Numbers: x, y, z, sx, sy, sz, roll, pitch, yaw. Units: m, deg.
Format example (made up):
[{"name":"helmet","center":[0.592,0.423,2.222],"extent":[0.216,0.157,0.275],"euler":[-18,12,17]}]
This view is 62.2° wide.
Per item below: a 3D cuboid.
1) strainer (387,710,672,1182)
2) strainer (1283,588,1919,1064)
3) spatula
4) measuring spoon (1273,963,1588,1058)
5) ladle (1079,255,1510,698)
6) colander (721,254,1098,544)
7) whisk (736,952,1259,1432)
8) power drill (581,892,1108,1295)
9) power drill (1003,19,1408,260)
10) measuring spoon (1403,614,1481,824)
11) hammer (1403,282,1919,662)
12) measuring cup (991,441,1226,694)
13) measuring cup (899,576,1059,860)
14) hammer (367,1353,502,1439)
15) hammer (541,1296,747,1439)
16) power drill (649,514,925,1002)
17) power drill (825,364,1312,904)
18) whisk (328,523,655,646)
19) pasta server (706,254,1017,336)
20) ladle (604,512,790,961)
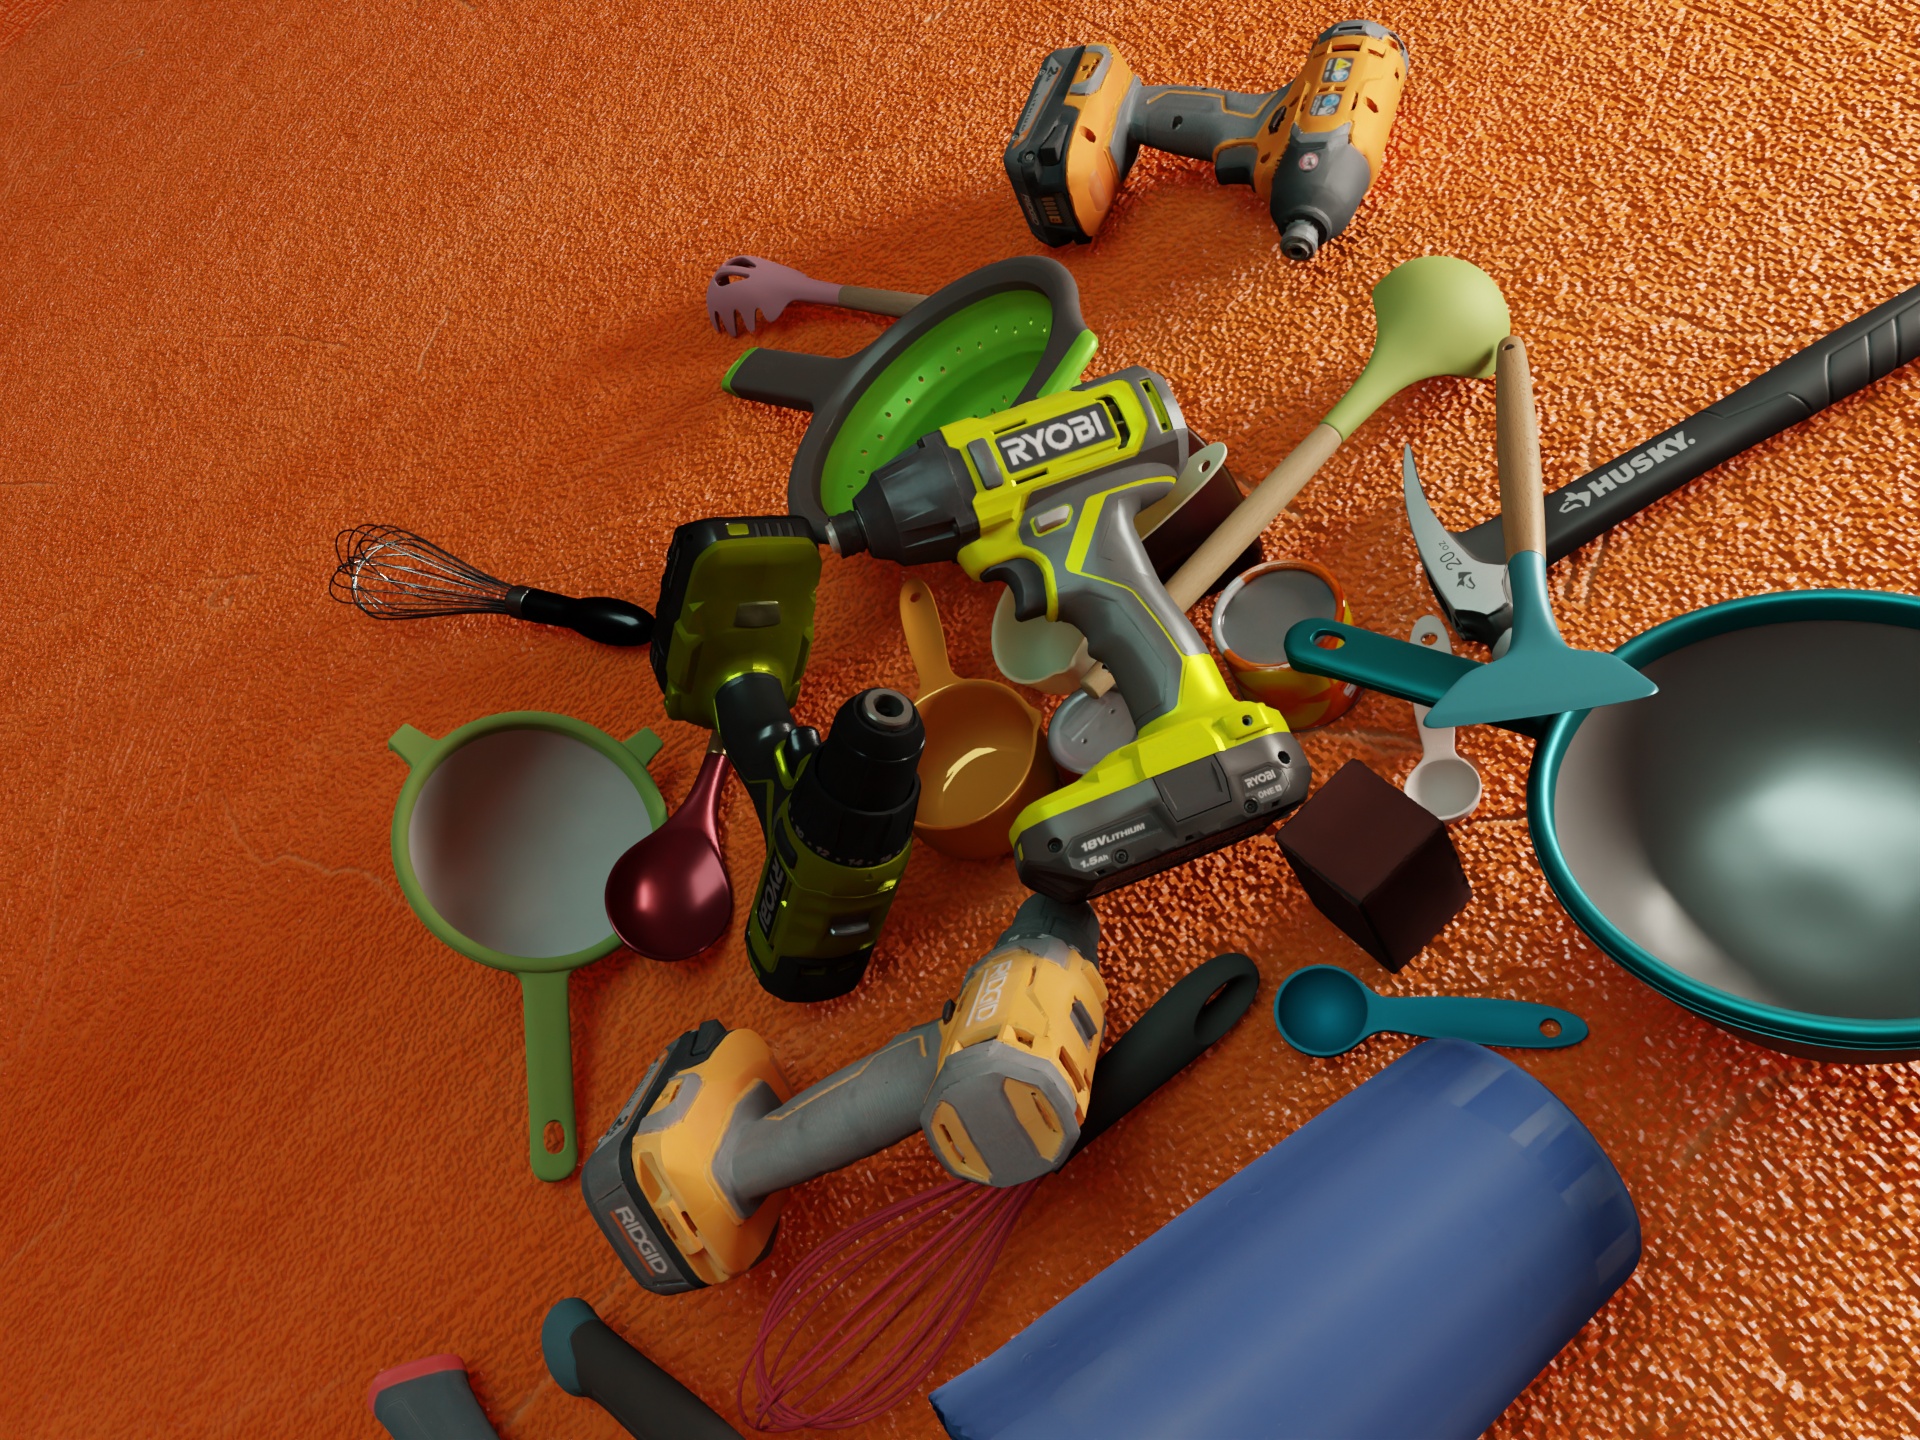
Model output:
[{"name":"strainer","center":[-0.235,0.124,0.876],"extent":[0.069,0.151,0.256],"euler":[140,126,-58]},{"name":"strainer","center":[0.285,0.035,0.648],"extent":[0.341,0.095,0.211],"euler":[22,60,40]},{"name":"spatula","center":[0.248,-0.093,0.699],"extent":[0.082,0.044,0.318],"euler":[-10,39,24]},{"name":"measuring spoon","center":[0.200,0.131,0.682],"extent":[0.128,0.021,0.042],"euler":[2,59,17]},{"name":"ladle","center":[0.170,-0.124,0.815],"extent":[0.078,0.062,0.320],"euler":[42,78,9]},{"name":"colander","center":[-0.035,-0.176,0.967],"extent":[0.204,0.094,0.397],"euler":[-53,34,-8]},{"name":"whisk","center":[0.020,0.203,0.698],"extent":[0.296,0.073,0.073],"euler":[-40,50,-9]},{"name":"power drill","center":[-0.037,0.156,0.718],"extent":[0.226,0.084,0.185],"euler":[-24,14,19]},{"name":"power drill","center":[0.147,-0.349,0.983],"extent":[0.226,0.084,0.164],"euler":[8,64,26]},{"name":"measuring spoon","center":[0.227,0.000,0.755],"extent":[0.034,0.018,0.124],"euler":[-9,49,22]},{"name":"hammer","center":[0.373,-0.148,0.762],"extent":[0.335,0.035,0.146],"euler":[-30,51,6]},{"name":"measuring cup","center":[0.085,-0.078,0.827],"extent":[0.167,0.038,0.083],"euler":[-43,45,24]},{"name":"measuring cup","center":[-0.001,-0.003,0.847],"extent":[0.095,0.052,0.174],"euler":[-25,50,11]},{"name":"hammer","center":[-0.145,0.404,0.660],"extent":[0.387,0.038,0.143],"euler":[25,74,37]},{"name":"hammer","center":[-0.081,0.308,0.630],"extent":[0.033,0.128,0.331],"euler":[-15,15,-38]},{"name":"power drill","center":[-0.085,0.001,0.799],"extent":[0.080,0.190,0.229],"euler":[-5,49,-26]},{"name":"power drill","center":[0.049,-0.038,0.727],"extent":[0.171,0.080,0.223],"euler":[-20,76,-7]},{"name":"whisk","center":[-0.314,-0.083,1.061],"extent":[0.285,0.070,0.070],"euler":[13,66,27]},{"name":"pasta server","center":[-0.054,-0.278,1.073],"extent":[0.316,0.040,0.060],"euler":[17,68,30]},{"name":"ladle","center":[-0.135,0.000,0.924],"extent":[0.069,0.031,0.316],"euler":[20,58,-11]}]
